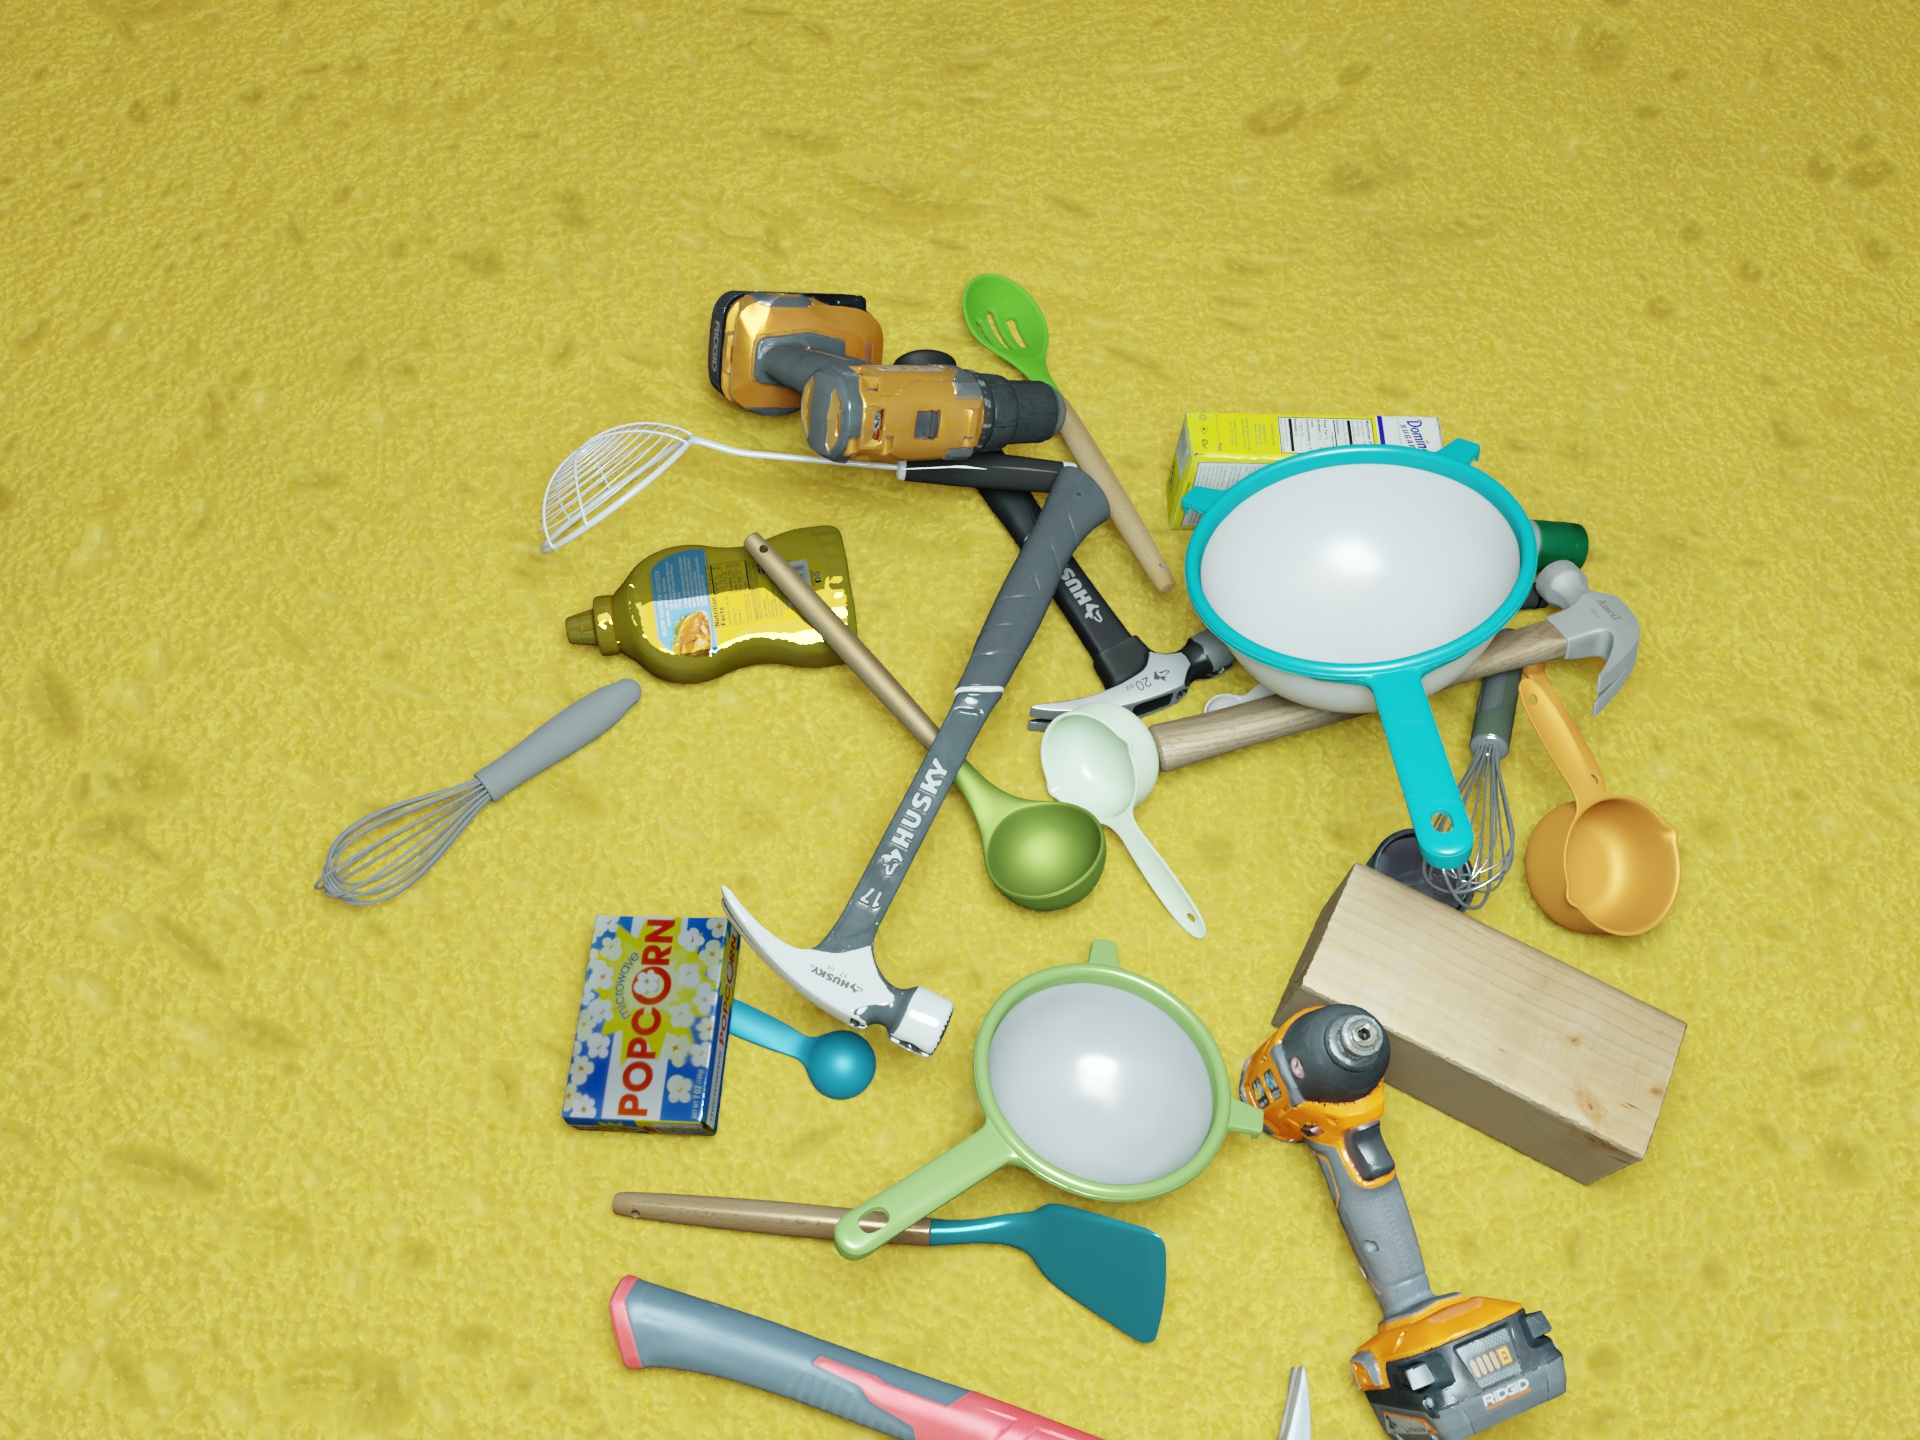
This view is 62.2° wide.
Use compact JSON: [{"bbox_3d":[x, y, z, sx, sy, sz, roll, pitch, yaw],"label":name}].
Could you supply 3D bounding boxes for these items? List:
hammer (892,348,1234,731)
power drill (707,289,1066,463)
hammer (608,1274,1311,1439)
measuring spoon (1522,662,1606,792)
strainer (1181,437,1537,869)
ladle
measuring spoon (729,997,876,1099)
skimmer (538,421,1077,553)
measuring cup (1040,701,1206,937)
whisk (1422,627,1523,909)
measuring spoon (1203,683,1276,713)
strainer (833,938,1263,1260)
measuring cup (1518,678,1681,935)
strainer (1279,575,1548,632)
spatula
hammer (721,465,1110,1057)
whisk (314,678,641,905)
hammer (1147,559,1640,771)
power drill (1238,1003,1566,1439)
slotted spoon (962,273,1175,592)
[{"bbox_3d":[0.042,-0.137,1.127,0.146,0.035,0.335,-26,67,-15],"label":"hammer"},{"bbox_3d":[-0.053,-0.233,1.088,0.185,0.084,0.226,-8,29,-32],"label":"power drill"},{"bbox_3d":[-0.005,0.366,0.870,0.386,0.038,0.143,17,67,7],"label":"hammer"},{"bbox_3d":[0.411,0.002,1.083,0.021,0.011,0.117,-14,65,-9],"label":"measuring spoon"},{"bbox_3d":[0.255,-0.029,0.966,0.211,0.095,0.341,-10,47,7],"label":"strainer"},{"bbox_3d":[-0.029,-0.006,1.015,0.078,0.062,0.320,-40,83,-19],"label":"ladle"},{"bbox_3d":[-0.112,0.189,0.965,0.128,0.021,0.042,22,65,9],"label":"measuring spoon"},{"bbox_3d":[-0.103,-0.149,1.091,0.363,0.127,0.090,3,108,-7],"label":"skimmer"},{"bbox_3d":[0.117,0.062,1.023,0.038,0.083,0.167,-30,85,-44],"label":"measuring cup"},{"bbox_3d":[0.340,0.023,1.029,0.059,0.058,0.246,47,46,-22],"label":"whisk"},{"bbox_3d":[0.215,-0.020,1.089,0.124,0.018,0.034,-29,71,-23],"label":"measuring spoon"},{"bbox_3d":[0.035,0.240,0.899,0.256,0.069,0.152,-25,57,-29],"label":"strainer"},{"bbox_3d":[0.382,0.055,1.005,0.095,0.052,0.173,-27,89,-19],"label":"measuring cup"},{"bbox_3d":[0.304,-0.081,1.108,0.258,0.050,0.087,-5,49,-8],"label":"strainer"},{"bbox_3d":[-0.044,0.294,0.901,0.317,0.082,0.044,4,28,4],"label":"spatula"},{"bbox_3d":[-0.002,-0.003,0.984,0.149,0.036,0.409,25,62,4],"label":"hammer"},{"bbox_3d":[-0.305,0.041,1.020,0.239,0.055,0.055,-37,70,-22],"label":"whisk"},{"bbox_3d":[0.285,-0.023,1.042,0.331,0.031,0.130,-16,37,-4],"label":"hammer"},{"bbox_3d":[0.232,0.264,0.864,0.084,0.164,0.227,-18,68,-11],"label":"power drill"},{"bbox_3d":[0.078,-0.211,1.149,0.070,0.031,0.314,-9,56,-28],"label":"slotted spoon"}]
